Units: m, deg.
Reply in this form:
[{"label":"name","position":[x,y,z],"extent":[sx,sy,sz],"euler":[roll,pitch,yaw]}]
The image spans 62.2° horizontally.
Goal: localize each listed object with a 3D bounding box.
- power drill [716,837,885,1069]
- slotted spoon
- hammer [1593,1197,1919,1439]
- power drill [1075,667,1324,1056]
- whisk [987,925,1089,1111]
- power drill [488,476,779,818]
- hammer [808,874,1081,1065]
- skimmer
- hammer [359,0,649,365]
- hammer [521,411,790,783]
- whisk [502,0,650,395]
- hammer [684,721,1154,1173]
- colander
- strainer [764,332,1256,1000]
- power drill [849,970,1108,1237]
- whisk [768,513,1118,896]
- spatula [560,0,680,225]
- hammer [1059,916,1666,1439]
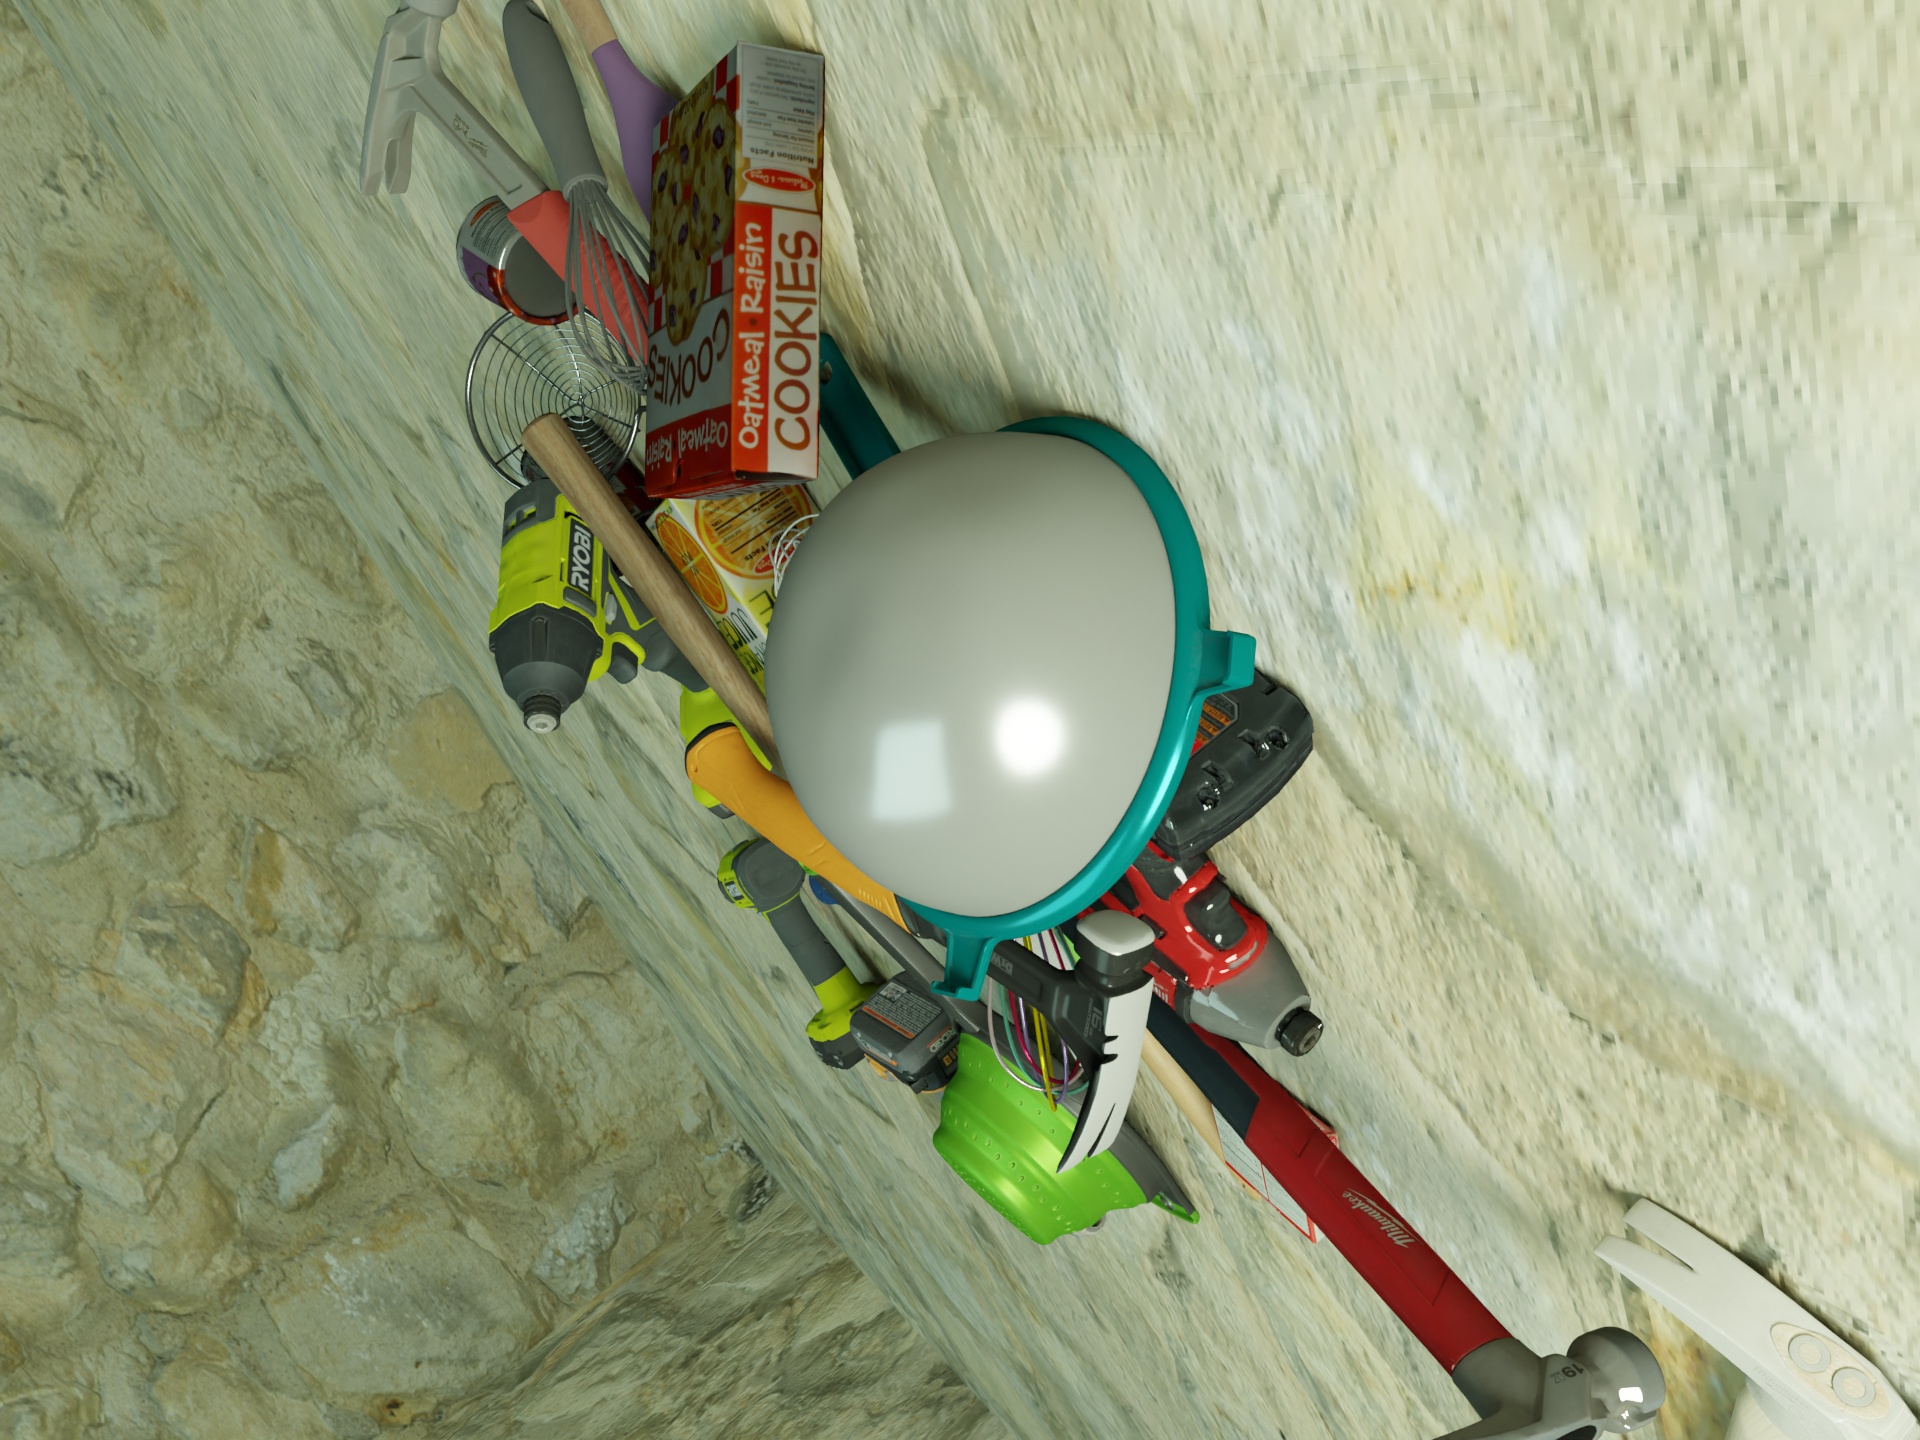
[{"label":"power drill","position":[-0.155,0.216,1.528],"extent":[0.228,0.080,0.190],"euler":[57,160,-3]},{"label":"slotted spoon","position":[0.092,0.165,0.964],"extent":[0.313,0.031,0.070],"euler":[53,160,-5]},{"label":"hammer","position":[0.340,0.362,0.721],"extent":[0.146,0.038,0.410],"euler":[39,156,38]},{"label":"power drill","position":[0.099,0.060,0.706],"extent":[0.143,0.078,0.219],"euler":[40,159,36]},{"label":"whisk","position":[0.029,0.075,0.807],"extent":[0.051,0.047,0.245],"euler":[-15,82,33]},{"label":"power drill","position":[-0.198,-0.032,1.007],"extent":[0.223,0.080,0.171],"euler":[35,-142,-44]},{"label":"hammer","position":[-0.026,0.145,1.177],"extent":[0.144,0.035,0.406],"euler":[60,159,-18]},{"label":"skimmer","position":[-0.192,-0.186,0.924],"extent":[0.363,0.090,0.127],"euler":[17,108,55]},{"label":"hammer","position":[-0.210,-0.246,0.851],"extent":[0.359,0.036,0.149],"euler":[48,133,19]},{"label":"hammer","position":[-0.148,-0.040,0.934],"extent":[0.331,0.031,0.130],"euler":[53,160,-1]},{"label":"whisk","position":[-0.187,-0.261,0.778],"extent":[0.055,0.055,0.239],"euler":[111,140,-67]},{"label":"hammer","position":[-0.038,0.088,0.806],"extent":[0.337,0.034,0.127],"euler":[30,123,41]},{"label":"colander","position":[-0.008,0.242,1.114],"extent":[0.397,0.094,0.204],"euler":[46,165,-8]},{"label":"strainer","position":[-0.037,-0.069,0.650],"extent":[0.211,0.095,0.341],"euler":[-53,47,28]},{"label":"power drill","position":[0.022,0.325,1.309],"extent":[0.226,0.084,0.185],"euler":[57,160,-21]},{"label":"whisk","position":[-0.002,-0.002,0.858],"extent":[0.284,0.070,0.070],"euler":[46,159,7]},{"label":"spatula","position":[-0.176,-0.336,0.733],"extent":[0.060,0.018,0.315],"euler":[-21,105,32]},{"label":"hammer","position":[0.128,0.185,0.737],"extent":[0.387,0.143,0.038],"euler":[46,132,51]}]
